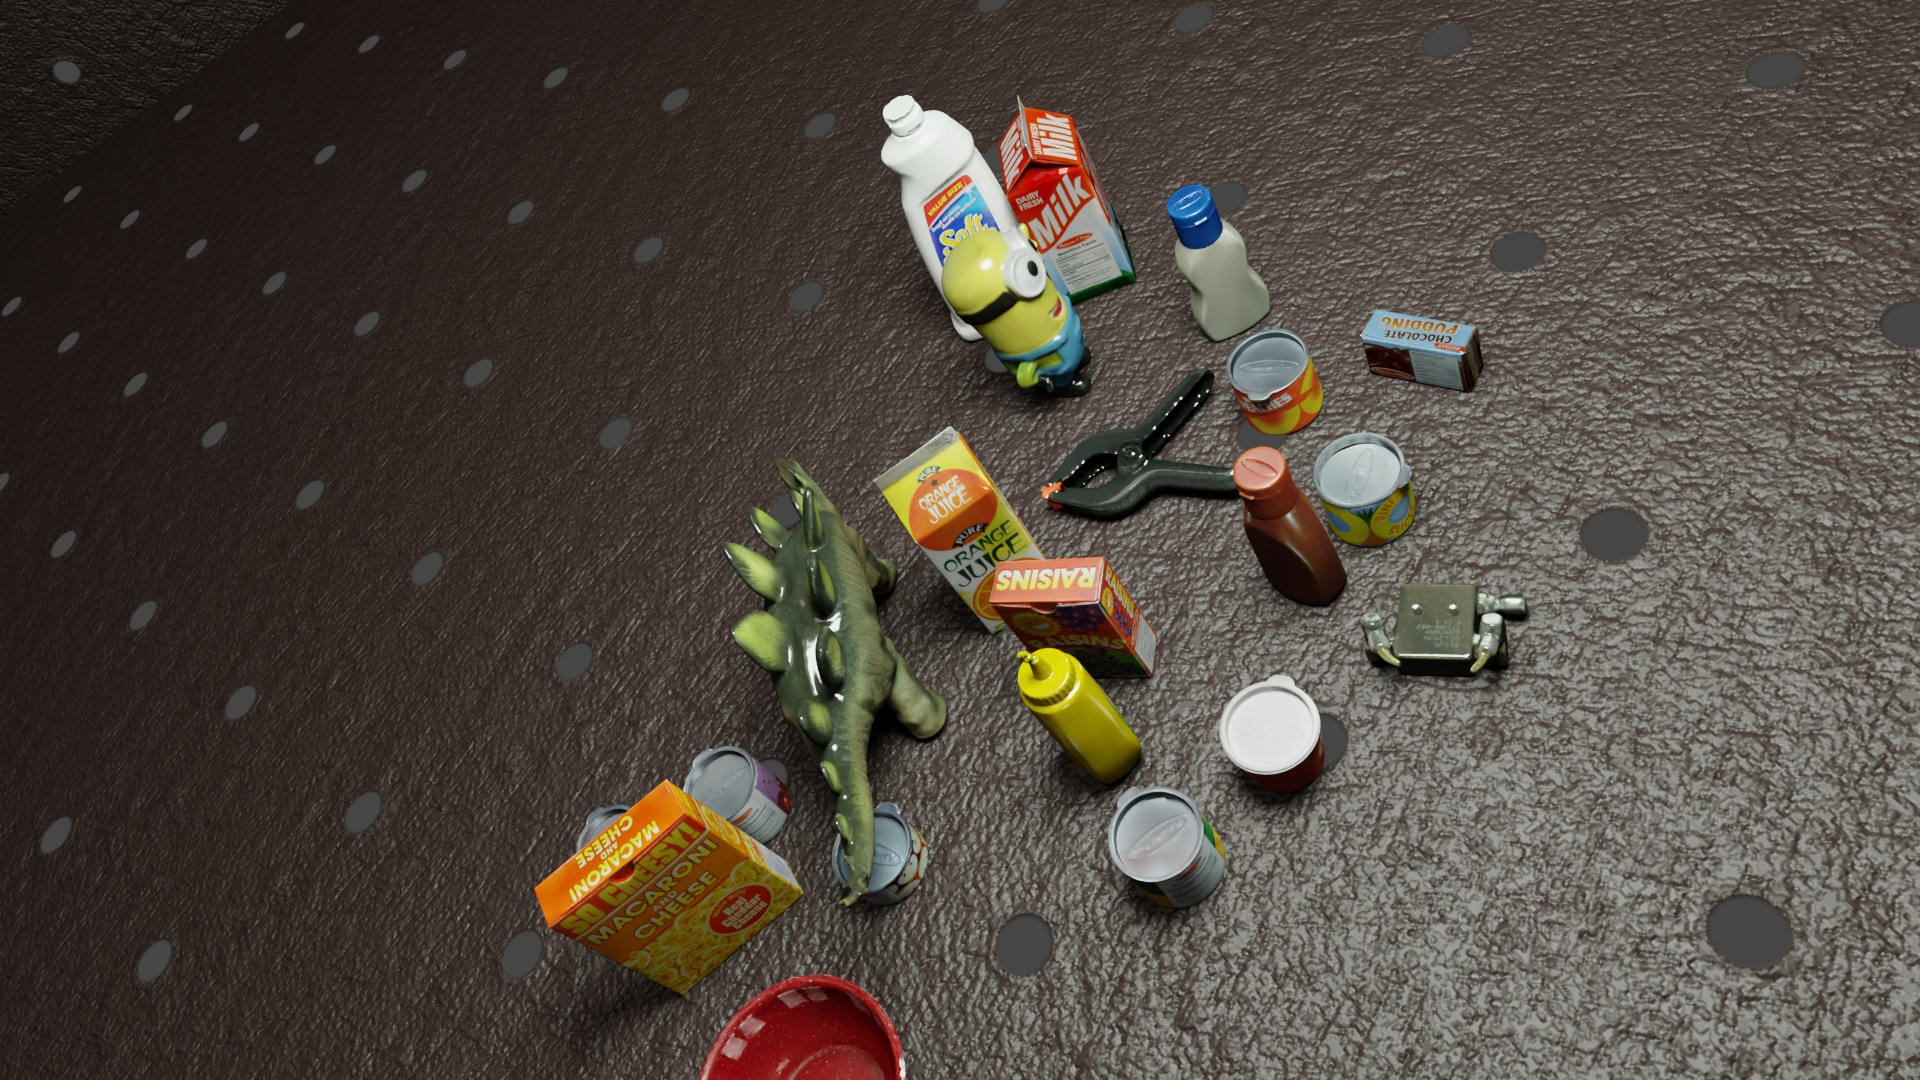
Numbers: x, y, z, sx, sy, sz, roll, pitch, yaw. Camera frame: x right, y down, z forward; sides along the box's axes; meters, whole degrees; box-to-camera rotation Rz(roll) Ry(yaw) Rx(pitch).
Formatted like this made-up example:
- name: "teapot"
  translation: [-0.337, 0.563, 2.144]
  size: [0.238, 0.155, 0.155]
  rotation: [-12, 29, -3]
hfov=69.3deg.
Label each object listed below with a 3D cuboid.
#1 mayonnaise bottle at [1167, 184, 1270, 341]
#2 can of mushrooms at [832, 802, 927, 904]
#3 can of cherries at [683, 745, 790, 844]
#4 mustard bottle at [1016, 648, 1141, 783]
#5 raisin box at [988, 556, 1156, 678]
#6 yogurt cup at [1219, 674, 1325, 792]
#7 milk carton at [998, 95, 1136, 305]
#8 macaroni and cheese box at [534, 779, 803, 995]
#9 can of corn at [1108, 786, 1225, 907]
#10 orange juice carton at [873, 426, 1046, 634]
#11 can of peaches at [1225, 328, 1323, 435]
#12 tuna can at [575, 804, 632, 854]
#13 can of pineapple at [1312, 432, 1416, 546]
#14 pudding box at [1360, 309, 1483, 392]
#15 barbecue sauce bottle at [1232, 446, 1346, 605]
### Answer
- name: "mayonnaise bottle"
  translation: [0.210, -0.231, 1.154]
  size: [0.065, 0.147, 0.041]
  rotation: [-30, 49, 7]
- name: "can of mushrooms"
  translation: [-0.059, 0.236, 1.046]
  size: [0.071, 0.033, 0.071]
  rotation: [-14, 53, 19]
- name: "can of cherries"
  translation: [-0.180, 0.205, 1.116]
  size: [0.071, 0.058, 0.072]
  rotation: [-14, 53, 19]
- name: "mustard bottle"
  translation: [0.077, 0.115, 0.973]
  size: [0.049, 0.159, 0.065]
  rotation: [-43, 49, -4]
- name: "raisin box"
  translation: [0.085, 0.060, 1.032]
  size: [0.086, 0.123, 0.040]
  rotation: [-3, 57, 27]
- name: "yogurt cup"
  translation: [0.217, 0.138, 0.953]
  size: [0.072, 0.053, 0.073]
  rotation: [-14, 53, 19]
- name: "milk carton"
  translation: [0.090, -0.305, 1.242]
  size: [0.073, 0.190, 0.073]
  rotation: [-19, 51, 16]
- name: "macaroni and cheese box"
  translation: [-0.209, 0.259, 1.022]
  size: [0.124, 0.166, 0.040]
  rotation: [-40, 49, -2]
- name: "can of corn"
  translation: [0.139, 0.207, 0.943]
  size: [0.071, 0.058, 0.071]
  rotation: [-14, 53, 19]
- name: "orange juice carton"
  translation: [0.004, -0.014, 1.082]
  size: [0.072, 0.192, 0.073]
  rotation: [-34, 49, 4]
- name: "can of peaches"
  translation: [0.252, -0.125, 1.116]
  size: [0.071, 0.058, 0.071]
  rotation: [-14, 53, 19]
- name: "tuna can"
  translation: [-0.284, 0.255, 1.154]
  size: [0.071, 0.032, 0.071]
  rotation: [-14, 53, 19]
- name: "can of pineapple"
  translation: [0.301, -0.036, 1.028]
  size: [0.071, 0.057, 0.071]
  rotation: [-14, 53, 19]
- name: "pudding box"
  translation: [0.359, -0.148, 1.081]
  size: [0.084, 0.049, 0.030]
  rotation: [18, 68, 36]
- name: "barbecue sauce bottle"
  translation: [0.230, -0.010, 0.987]
  size: [0.065, 0.148, 0.044]
  rotation: [30, 75, 39]
